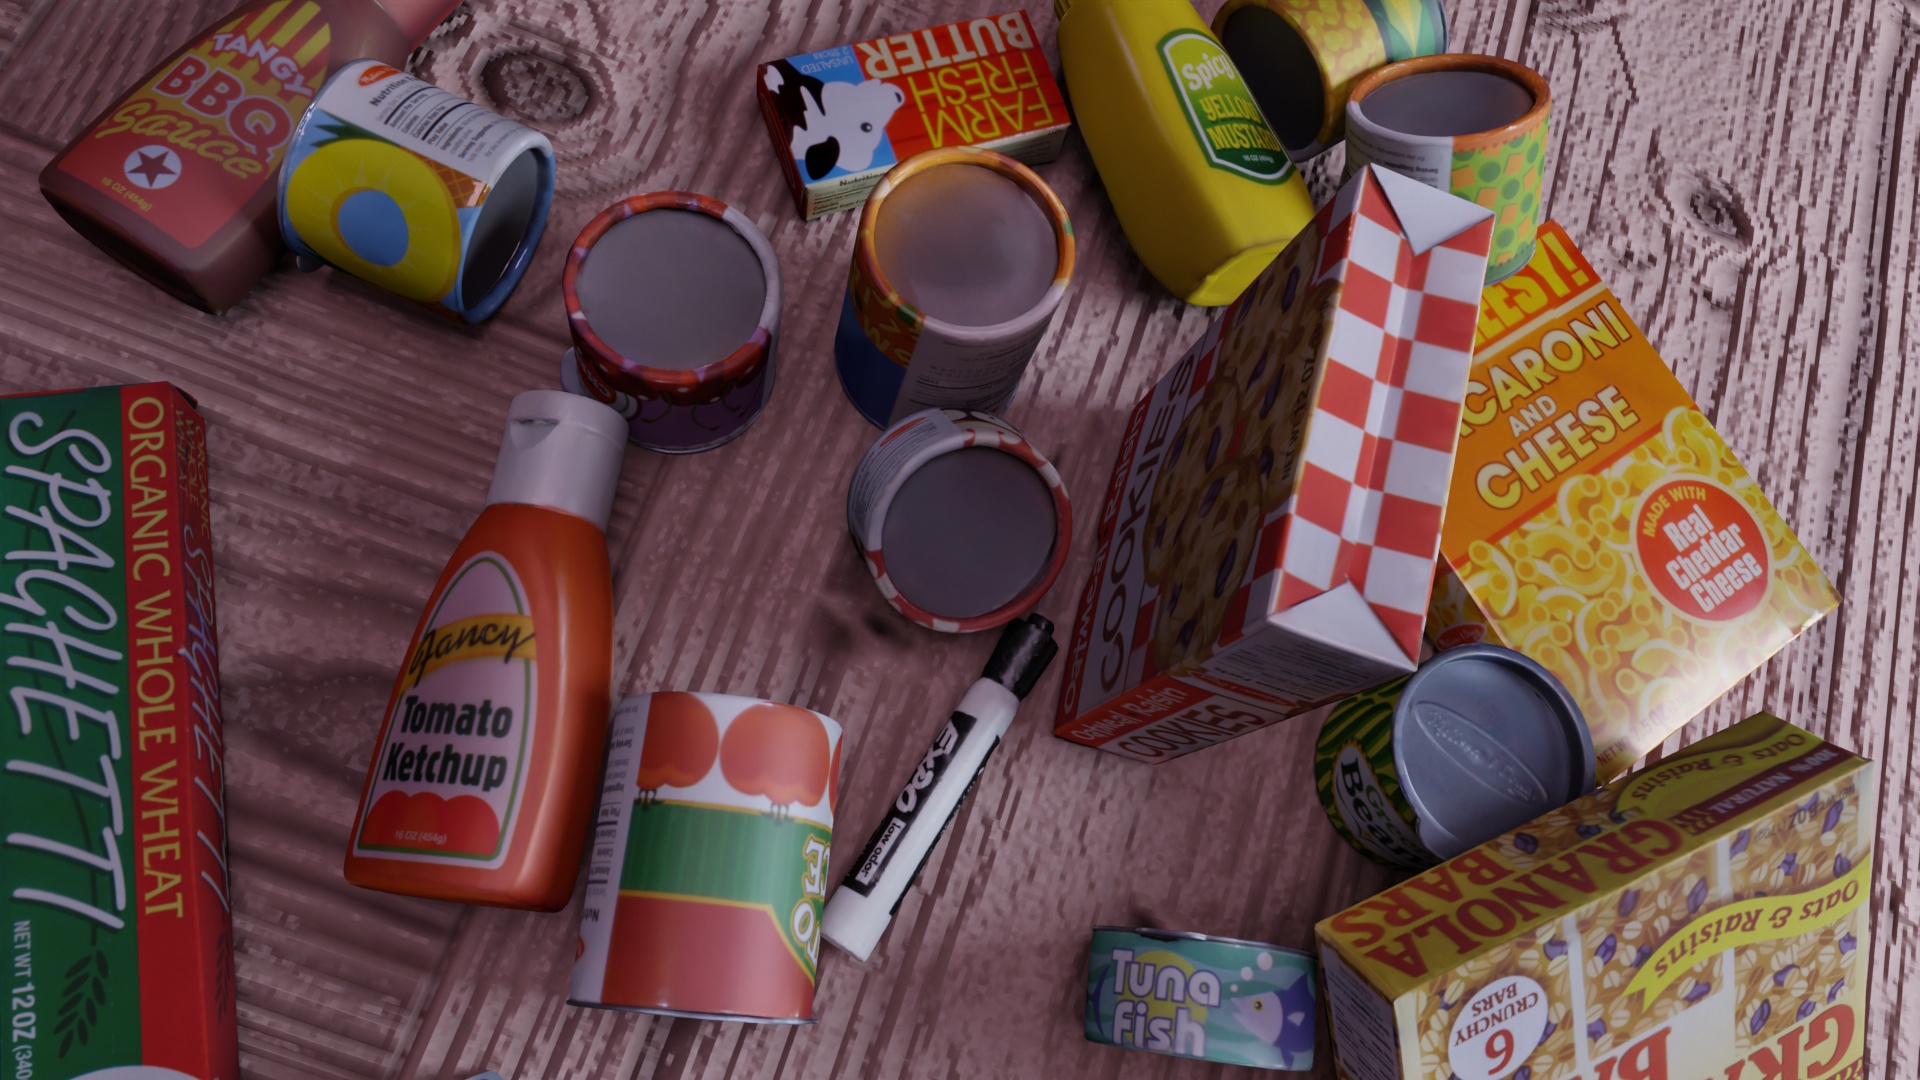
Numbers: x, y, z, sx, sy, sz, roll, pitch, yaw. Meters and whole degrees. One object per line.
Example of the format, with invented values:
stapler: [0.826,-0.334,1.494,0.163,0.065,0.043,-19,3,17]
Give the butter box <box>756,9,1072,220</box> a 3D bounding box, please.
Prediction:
butter box: [-0.017,-0.154,0.500,0.104,0.024,0.053,-18,77,-15]

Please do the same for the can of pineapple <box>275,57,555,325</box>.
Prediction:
can of pineapple: [-0.169,-0.107,0.436,0.058,0.070,0.071,24,70,-3]

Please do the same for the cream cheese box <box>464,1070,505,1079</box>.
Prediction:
cream cheese box: [-0.155,0.184,0.352,0.024,0.053,0.104,43,70,6]

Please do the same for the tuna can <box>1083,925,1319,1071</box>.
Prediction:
tuna can: [0.068,0.132,0.400,0.071,0.071,0.033,10,72,-7]

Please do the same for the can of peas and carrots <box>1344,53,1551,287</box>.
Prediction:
can of peas and carrots: [0.168,-0.129,0.481,0.071,0.058,0.071,-7,42,7]

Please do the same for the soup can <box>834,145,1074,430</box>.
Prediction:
soup can: [-0.005,-0.079,0.447,0.071,0.083,0.071,3,72,-9]

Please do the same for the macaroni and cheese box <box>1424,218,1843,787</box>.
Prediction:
macaroni and cheese box: [0.206,-0.014,0.488,0.124,0.040,0.166,-30,80,-18]

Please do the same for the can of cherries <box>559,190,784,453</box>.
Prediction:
can of cherries: [-0.093,-0.067,0.440,0.071,0.058,0.071,3,72,-10]

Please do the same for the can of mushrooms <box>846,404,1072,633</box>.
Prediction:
can of mushrooms: [0.002,-0.005,0.435,0.071,0.033,0.070,-5,110,-13]

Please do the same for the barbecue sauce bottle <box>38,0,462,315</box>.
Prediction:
barbecue sauce bottle: [-0.218,-0.146,0.450,0.065,0.043,0.149,32,69,2]

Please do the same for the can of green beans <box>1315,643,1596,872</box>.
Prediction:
can of green beans: [0.155,0.071,0.442,0.071,0.057,0.071,3,72,-10]

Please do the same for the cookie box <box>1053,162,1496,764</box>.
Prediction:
cookie box: [0.079,-0.009,0.396,0.040,0.167,0.123,19,70,-7]

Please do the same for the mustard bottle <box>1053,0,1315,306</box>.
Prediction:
mustard bottle: [0.070,-0.162,0.500,0.065,0.048,0.160,-13,73,-41]

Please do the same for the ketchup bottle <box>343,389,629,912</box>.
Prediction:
ketchup bottle: [-0.130,0.030,0.407,0.065,0.043,0.149,1,69,19]

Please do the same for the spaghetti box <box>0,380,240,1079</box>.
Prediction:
spaghetti box: [-0.234,0.074,0.385,0.050,0.028,0.250,-8,74,-14]

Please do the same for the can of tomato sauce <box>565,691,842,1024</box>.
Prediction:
can of tomato sauce: [-0.068,0.090,0.391,0.071,0.071,0.083,8,71,-8]

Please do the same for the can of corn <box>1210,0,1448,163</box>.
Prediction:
can of corn: [0.133,-0.183,0.513,0.058,0.071,0.071,-32,81,-17]

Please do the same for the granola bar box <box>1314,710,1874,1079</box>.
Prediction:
granola bar box: [0.188,0.137,0.406,0.166,0.039,0.123,-20,112,-16]
